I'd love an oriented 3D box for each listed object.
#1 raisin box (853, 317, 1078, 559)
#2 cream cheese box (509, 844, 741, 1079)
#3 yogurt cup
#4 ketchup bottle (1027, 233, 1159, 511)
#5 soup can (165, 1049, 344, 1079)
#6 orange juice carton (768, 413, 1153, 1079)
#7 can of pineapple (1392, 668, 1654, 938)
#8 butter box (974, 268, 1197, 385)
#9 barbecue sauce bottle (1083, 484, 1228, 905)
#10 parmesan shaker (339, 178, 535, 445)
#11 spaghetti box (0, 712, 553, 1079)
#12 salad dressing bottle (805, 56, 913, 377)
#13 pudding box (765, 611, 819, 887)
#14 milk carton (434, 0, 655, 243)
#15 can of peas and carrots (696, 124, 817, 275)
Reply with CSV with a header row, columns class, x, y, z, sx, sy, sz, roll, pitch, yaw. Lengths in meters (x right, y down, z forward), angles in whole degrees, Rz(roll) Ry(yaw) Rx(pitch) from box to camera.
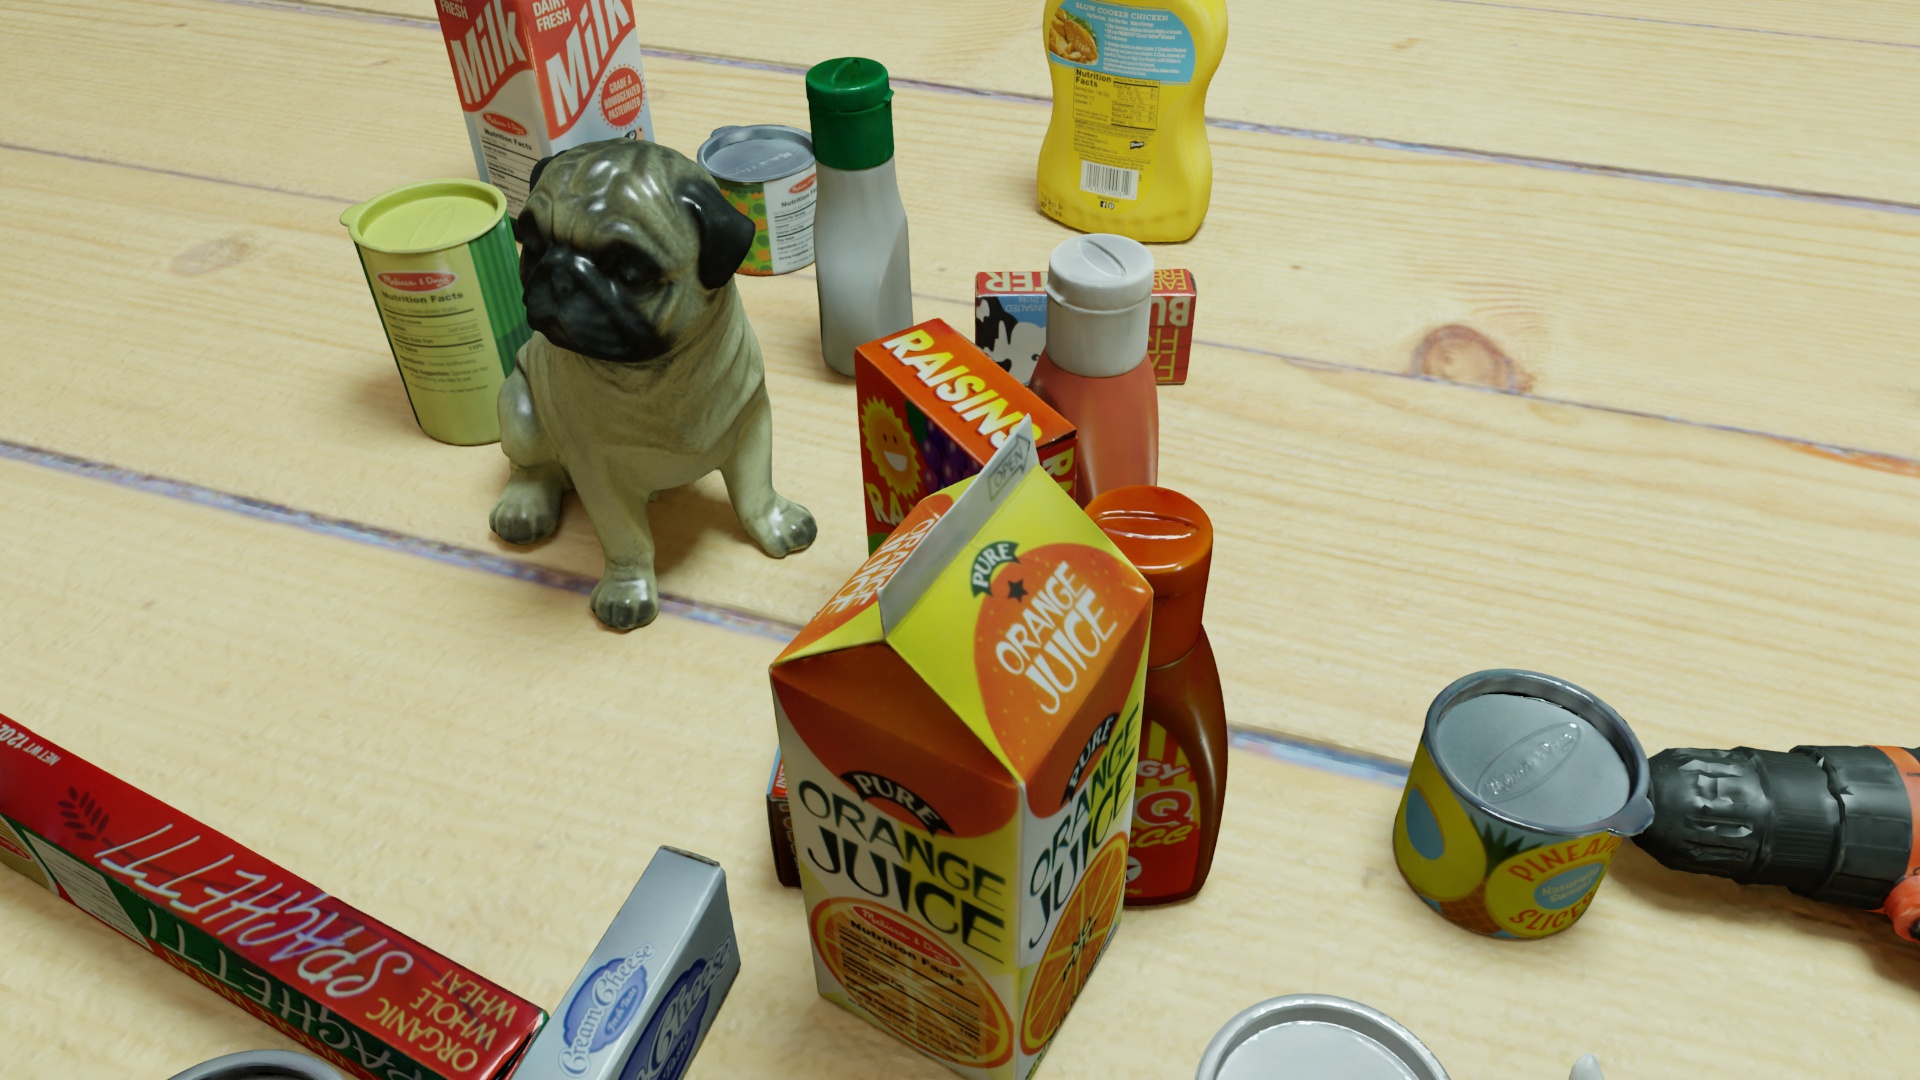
class,x,y,z,sx,sy,sz,roll,pitch,yaw
raisin box,0.002,-0.006,0.503,0.040,0.122,0.086,-24,46,-23
cream cheese box,-0.096,0.143,0.388,0.024,0.053,0.104,13,43,16
yogurt cup,0.093,0.162,0.362,0.072,0.053,0.073,-1,41,1
ketchup bottle,0.049,-0.041,0.522,0.044,0.148,0.065,-18,44,-18
soup can,-0.167,0.174,0.332,0.071,0.083,0.072,-1,41,1
orange juice carton,0.002,0.061,0.374,0.073,0.191,0.072,21,46,23
can of pineapple,0.178,0.085,0.444,0.071,0.057,0.071,-1,41,1
butter box,0.058,-0.101,0.662,0.103,0.052,0.024,-1,41,0
barbecue sauce bottle,0.051,0.050,0.419,0.065,0.147,0.044,5,42,7
parmesan shaker,-0.232,-0.104,0.634,0.071,0.102,0.072,-1,41,1
spaghetti box,-0.224,0.116,0.424,0.250,0.049,0.029,19,45,21
salad dressing bottle,-0.047,-0.147,0.646,0.044,0.146,0.064,7,42,10
pudding box,-0.042,0.070,0.473,0.030,0.049,0.084,3,42,5
milk carton,-0.219,-0.253,0.738,0.073,0.189,0.073,24,47,26
can of peas and carrots,-0.109,-0.187,0.759,0.071,0.058,0.071,-1,41,1
